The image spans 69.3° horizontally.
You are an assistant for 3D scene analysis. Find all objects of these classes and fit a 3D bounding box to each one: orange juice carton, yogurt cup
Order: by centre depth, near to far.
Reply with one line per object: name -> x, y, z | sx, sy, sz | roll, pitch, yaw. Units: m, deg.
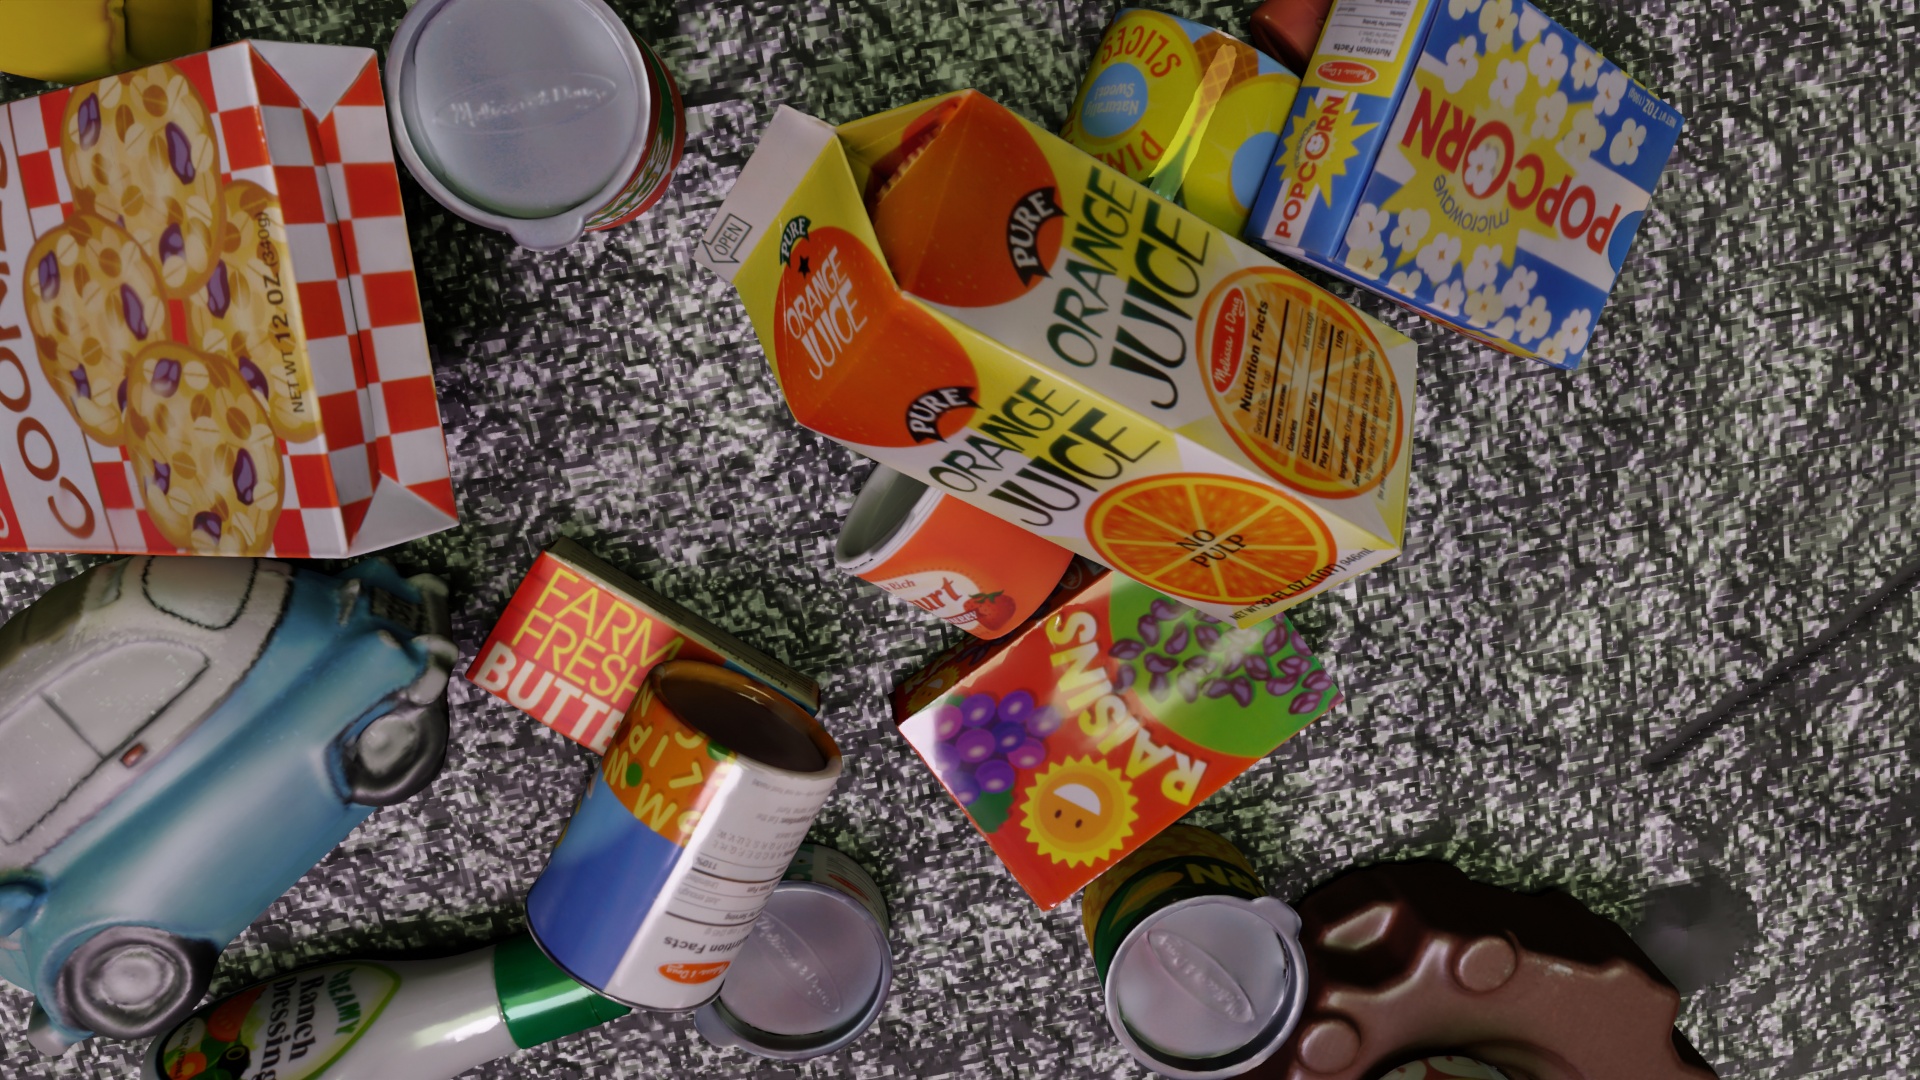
orange juice carton -> 0.026, -0.052, 0.379 | 0.193, 0.071, 0.073 | 25, 60, -17
yogurt cup -> 0.002, -0.005, 0.436 | 0.054, 0.072, 0.072 | 36, 98, -19

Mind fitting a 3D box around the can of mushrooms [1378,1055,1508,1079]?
can of mushrooms -> 0.157, 0.205, 0.449 | 0.071, 0.033, 0.070 | -2, 105, -6

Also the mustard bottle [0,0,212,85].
mustard bottle -> -0.296, -0.162, 0.381 | 0.160, 0.065, 0.048 | 13, 105, -3

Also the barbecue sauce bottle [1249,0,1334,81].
barbecue sauce bottle -> 0.156, -0.193, 0.418 | 0.148, 0.044, 0.065 | -39, 104, 5

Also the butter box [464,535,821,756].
butter box -> -0.103, 0.047, 0.458 | 0.103, 0.024, 0.053 | 32, 97, -10

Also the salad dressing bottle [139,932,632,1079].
salad dressing bottle -> -0.186, 0.162, 0.461 | 0.148, 0.064, 0.043 | -16, 122, -9

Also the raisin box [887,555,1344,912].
raisin box -> 0.050, 0.051, 0.464 | 0.123, 0.040, 0.086 | -37, 103, 3

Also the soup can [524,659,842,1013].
soup can -> -0.085, 0.086, 0.422 | 0.071, 0.071, 0.083 | 28, 100, -9

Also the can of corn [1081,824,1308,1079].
can of corn -> 0.079, 0.136, 0.473 | 0.071, 0.058, 0.071 | -1, 102, -4

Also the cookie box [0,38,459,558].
cookie box -> -0.221, -0.059, 0.379 | 0.167, 0.040, 0.122 | 1, 104, 28

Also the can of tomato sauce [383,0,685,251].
can of tomato sauce -> -0.114, -0.119, 0.392 | 0.071, 0.083, 0.071 | -1, 102, -4

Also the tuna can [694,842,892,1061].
tuna can -> -0.059, 0.142, 0.477 | 0.071, 0.033, 0.071 | -1, 102, -4

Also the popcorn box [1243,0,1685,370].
popcorn box -> 0.151, -0.108, 0.410 | 0.127, 0.038, 0.085 | 12, 102, -37

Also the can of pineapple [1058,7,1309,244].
can of pineapple -> 0.062, -0.118, 0.413 | 0.071, 0.071, 0.057 | 23, 99, -9
